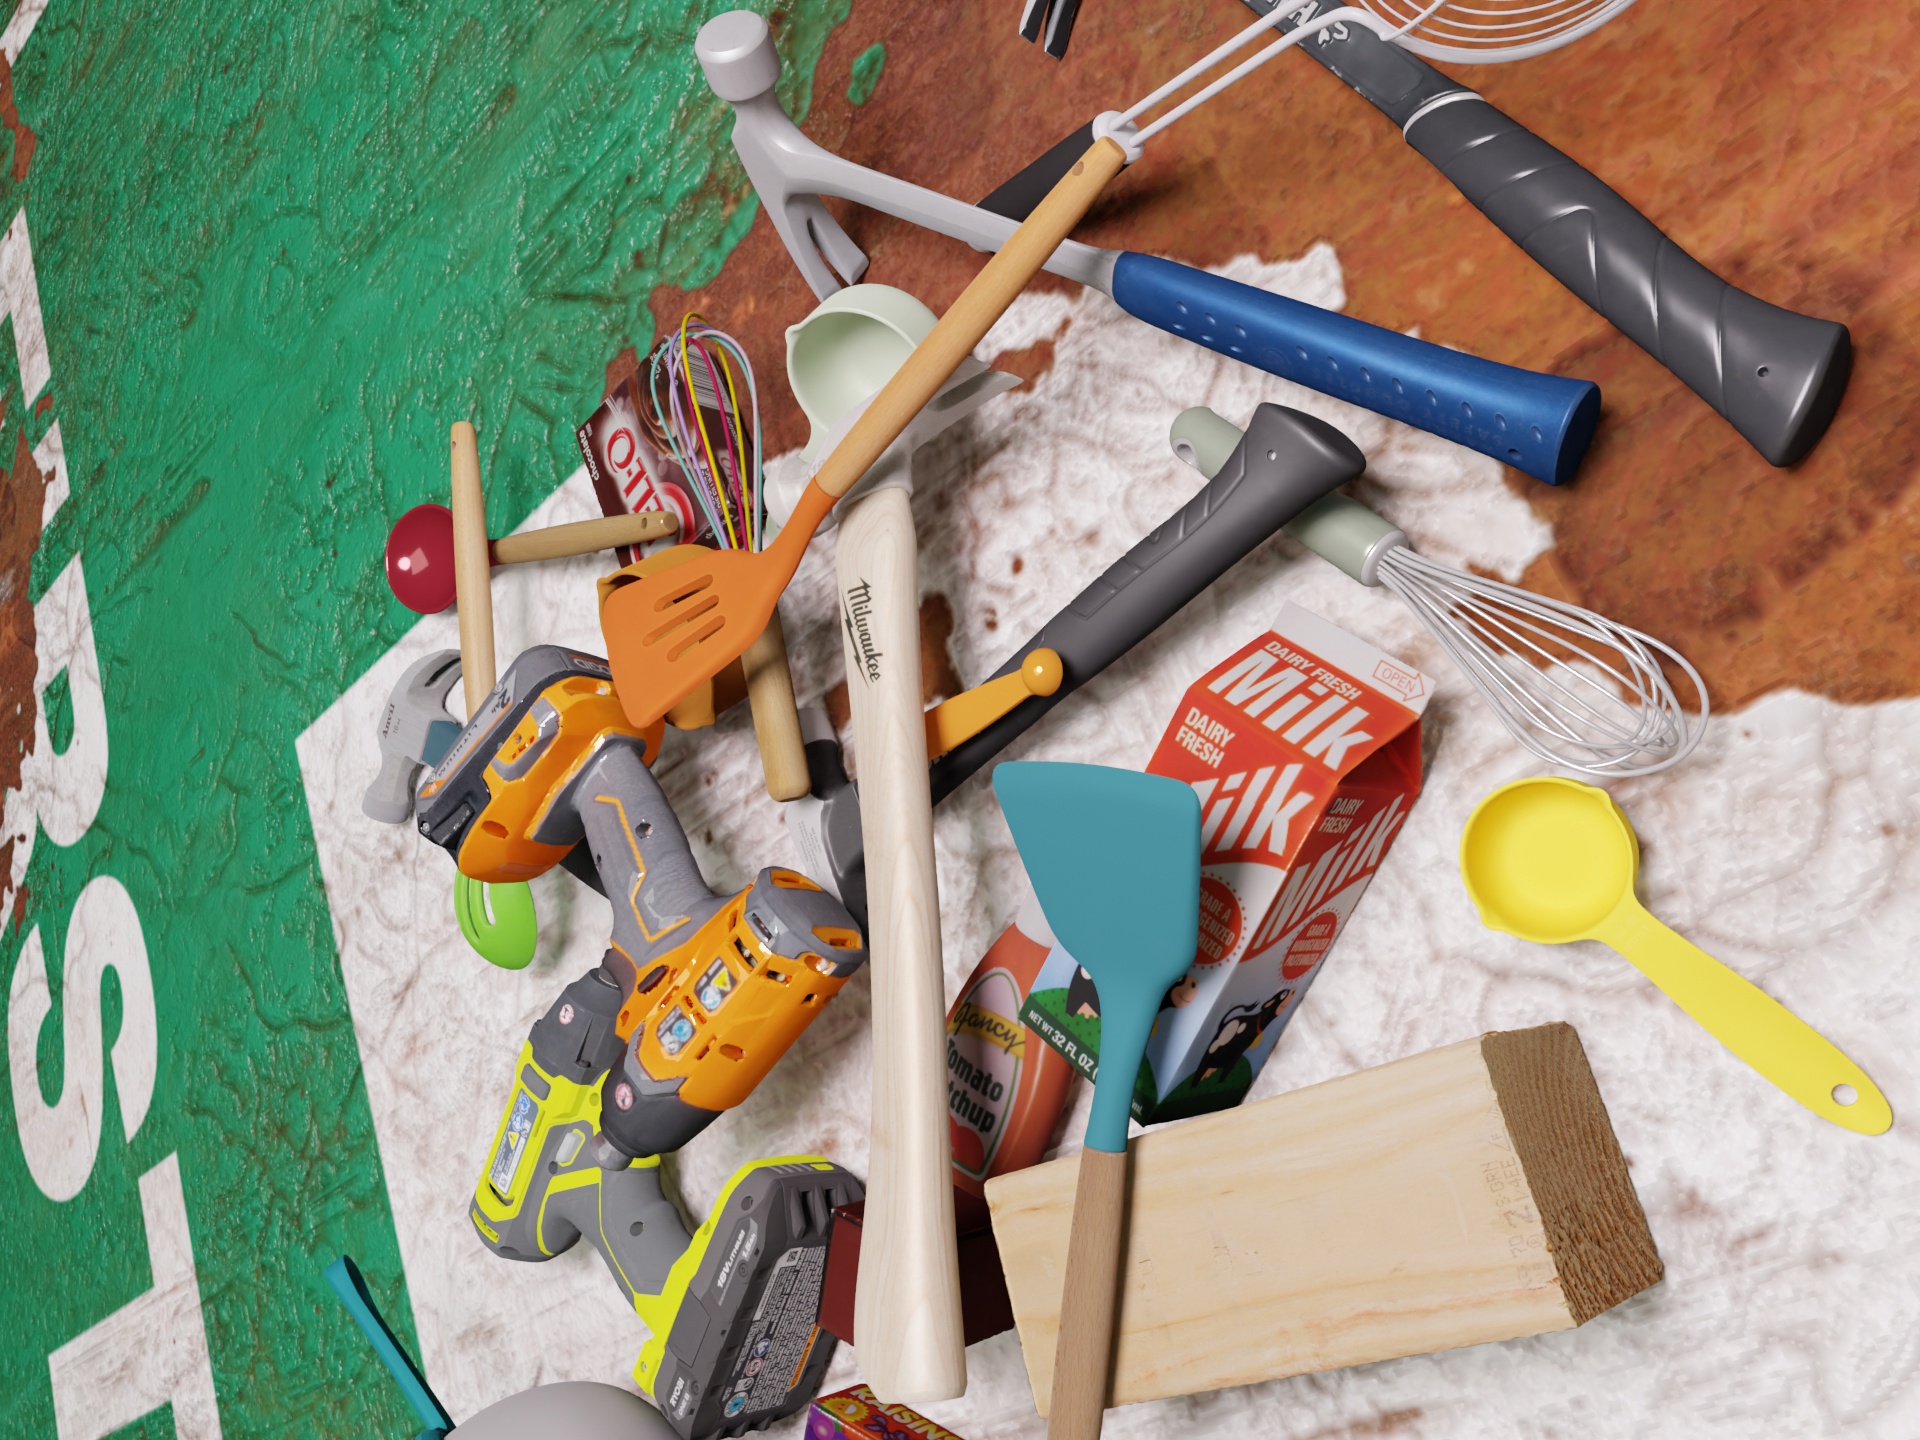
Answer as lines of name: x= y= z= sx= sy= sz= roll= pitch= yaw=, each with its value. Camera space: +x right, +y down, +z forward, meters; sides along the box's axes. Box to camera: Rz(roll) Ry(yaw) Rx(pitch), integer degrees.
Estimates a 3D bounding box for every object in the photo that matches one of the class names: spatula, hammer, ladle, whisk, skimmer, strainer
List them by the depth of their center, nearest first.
spatula: x=0.040 y=0.174 z=0.547 sx=0.082 sy=0.044 sz=0.317 roll=5 pitch=89 yaw=36
skimmer: x=0.106 y=-0.256 z=0.587 sx=0.090 sy=0.127 sz=0.363 roll=-56 pitch=21 yaw=-16
whisk: x=0.164 y=-0.056 z=0.589 sx=0.059 sy=0.057 sz=0.247 roll=-40 pitch=53 yaw=-10
hammer: x=0.166 y=-0.236 z=0.606 sx=0.149 sy=0.036 sz=0.409 roll=-51 pitch=58 yaw=25
hammer: x=-0.019 y=0.053 z=0.645 sx=0.146 sy=0.038 sz=0.411 roll=-24 pitch=63 yaw=45
hammer: x=0.060 y=-0.180 z=0.652 sx=0.406 sy=0.143 sz=0.035 roll=29 pitch=70 yaw=29
spatula: x=-0.048 y=-0.116 z=0.661 sx=0.322 sy=0.041 sz=0.081 roll=-44 pitch=50 yaw=31
hammer: x=0.035 y=-0.014 z=0.668 sx=0.334 sy=0.035 sz=0.146 roll=-40 pitch=62 yaw=37
whisk: x=-0.106 y=-0.081 z=0.758 sx=0.047 sy=0.051 sz=0.245 roll=129 pitch=130 yaw=-73
strainer: x=-0.194 y=0.353 z=0.775 sx=0.095 sy=0.210 sz=0.341 roll=-40 pitch=53 yaw=-22
ladle: x=-0.250 y=-0.100 z=0.909 sx=0.315 sy=0.031 sz=0.069 roll=1 pitch=92 yaw=48
hammer: x=-0.240 y=0.055 z=0.910 sx=0.331 sy=0.033 sz=0.128 roll=26 pitch=104 yaw=37

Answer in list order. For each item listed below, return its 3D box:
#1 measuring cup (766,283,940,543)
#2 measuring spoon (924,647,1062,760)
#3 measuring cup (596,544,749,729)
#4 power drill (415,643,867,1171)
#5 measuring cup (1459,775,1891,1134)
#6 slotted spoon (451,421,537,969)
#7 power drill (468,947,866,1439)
measuring cup: x=-0.056 y=-0.142 z=0.767 sx=0.083 sy=0.038 sz=0.167 roll=35 pitch=141 yaw=-4
measuring spoon: x=-0.001 y=-0.002 z=0.671 sx=0.117 sy=0.011 sz=0.021 roll=-28 pitch=69 yaw=41
measuring cup: x=-0.151 y=-0.025 z=0.839 sx=0.095 sy=0.052 sz=0.173 roll=49 pitch=144 yaw=9
power drill: x=-0.164 y=0.090 z=0.754 sx=0.164 sy=0.084 sz=0.227 roll=-50 pitch=62 yaw=12
measuring cup: x=0.238 y=0.078 z=0.531 sx=0.157 sy=0.029 sz=0.062 roll=42 pitch=112 yaw=21
slotted spoon: x=-0.272 y=-0.016 z=0.897 sx=0.070 sy=0.031 sz=0.314 roll=-12 pitch=81 yaw=42
power drill: x=-0.152 y=0.230 z=0.796 sx=0.223 sy=0.080 sz=0.171 roll=28 pitch=99 yaw=40
